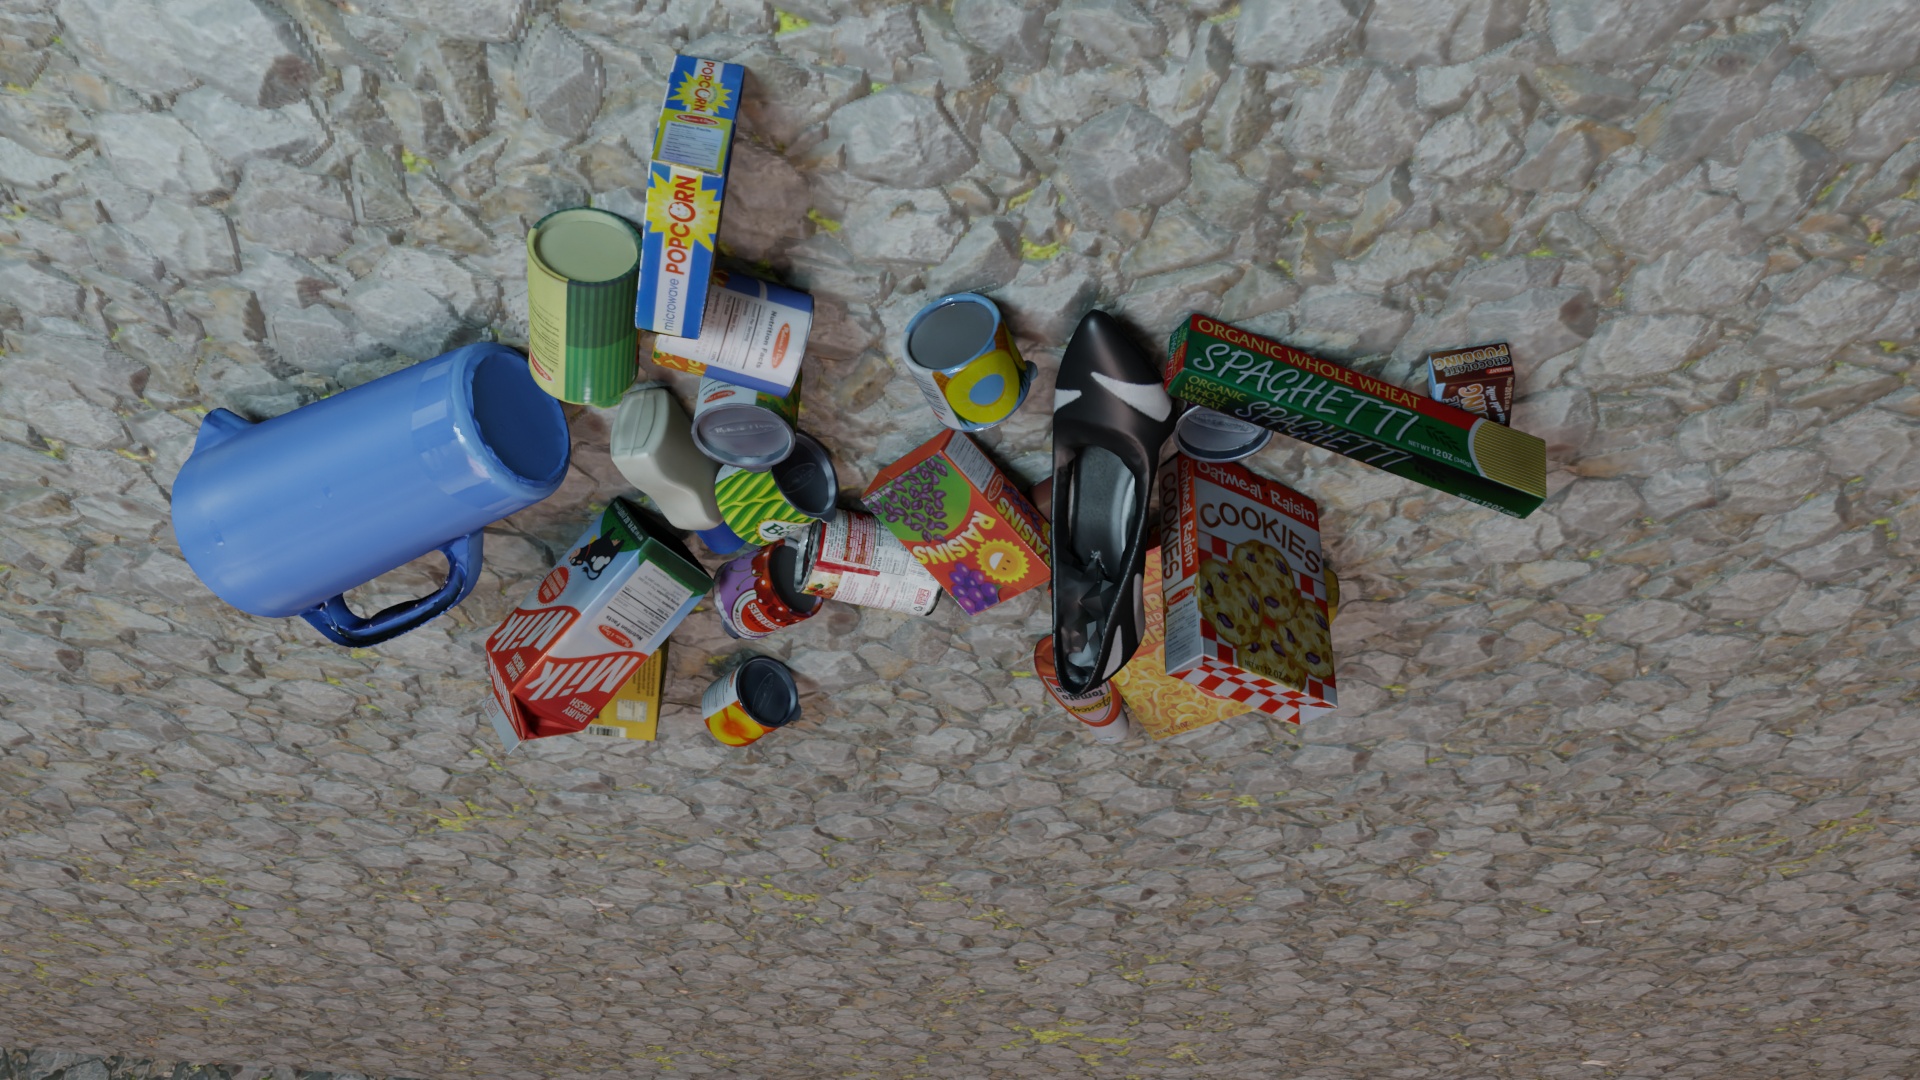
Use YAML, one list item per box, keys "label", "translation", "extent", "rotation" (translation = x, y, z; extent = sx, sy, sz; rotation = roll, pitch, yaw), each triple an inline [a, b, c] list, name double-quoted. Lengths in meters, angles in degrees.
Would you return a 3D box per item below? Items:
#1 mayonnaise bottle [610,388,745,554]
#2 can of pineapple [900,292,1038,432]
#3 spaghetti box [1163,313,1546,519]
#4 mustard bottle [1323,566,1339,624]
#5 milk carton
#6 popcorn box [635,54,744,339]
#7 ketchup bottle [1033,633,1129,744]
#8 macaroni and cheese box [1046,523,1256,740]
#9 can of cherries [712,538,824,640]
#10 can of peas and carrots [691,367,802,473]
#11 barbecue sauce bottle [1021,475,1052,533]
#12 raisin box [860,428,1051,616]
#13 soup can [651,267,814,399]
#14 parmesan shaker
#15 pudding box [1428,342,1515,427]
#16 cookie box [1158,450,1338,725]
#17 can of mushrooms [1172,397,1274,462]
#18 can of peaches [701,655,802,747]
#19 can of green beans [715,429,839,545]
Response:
- label: "mayonnaise bottle"
  translation: [-0.192, -0.041, 0.969]
  extent: [0.041, 0.065, 0.147]
  rotation: [-5, 149, 15]
- label: "can of pineapple"
  translation: [0.005, -0.111, 0.855]
  extent: [0.071, 0.071, 0.057]
  rotation: [-11, 143, 17]
- label: "spaghetti box"
  translation: [0.248, -0.077, 0.869]
  extent: [0.250, 0.050, 0.028]
  rotation: [19, 146, -6]
- label: "mustard bottle"
  translation: [0.248, 0.074, 1.125]
  extent: [0.065, 0.049, 0.159]
  rotation: [14, 143, -8]
- label: "milk carton"
  translation: [-0.281, 0.069, 1.031]
  extent: [0.190, 0.072, 0.073]
  rotation: [-49, 133, -1]
- label: "popcorn box"
  translation: [-0.146, -0.181, 0.743]
  extent: [0.038, 0.085, 0.126]
  rotation: [10, 144, -11]
- label: "ketchup bottle"
  translation: [0.114, 0.131, 1.217]
  extent: [0.064, 0.044, 0.148]
  rotation: [-10, 144, 16]
- label: "macaroni and cheese box"
  translation: [0.163, 0.069, 1.077]
  extent: [0.123, 0.040, 0.166]
  rotation: [-23, 114, 30]
- label: "can of cherries"
  translation: [-0.148, 0.040, 1.072]
  extent: [0.058, 0.072, 0.071]
  rotation: [-22, 138, 30]
- label: "can of peas and carrots"
  translation: [-0.136, -0.088, 0.900]
  extent: [0.071, 0.059, 0.070]
  rotation: [1, 146, 1]
- label: "barbecue sauce bottle"
  translation: [0.047, -0.001, 1.030]
  extent: [0.065, 0.044, 0.148]
  rotation: [35, 134, -29]
- label: "raisin box"
  translation: [0.003, -0.012, 0.980]
  extent: [0.086, 0.040, 0.123]
  rotation: [-29, 112, 37]
- label: "soup can"
  translation: [-0.138, -0.128, 0.838]
  extent: [0.084, 0.072, 0.071]
  rotation: [14, 143, -16]
- label: "parmesan shaker"
  translation: [-0.220, -0.136, 0.823]
  extent: [0.071, 0.071, 0.102]
  rotation: [9, 144, -10]
- label: "pudding box"
  translation: [0.330, -0.089, 0.904]
  extent: [0.049, 0.030, 0.083]
  rotation: [-6, 144, 13]
- label: "cookie box"
  translation: [0.197, 0.029, 0.958]
  extent: [0.123, 0.168, 0.040]
  rotation: [22, 143, -26]
- label: "can of mushrooms"
  translation: [0.173, -0.085, 0.913]
  extent: [0.071, 0.033, 0.070]
  rotation: [2, 145, 1]
- label: "can of peaches"
  translation: [-0.184, 0.144, 1.227]
  extent: [0.071, 0.071, 0.058]
  rotation: [28, 138, -32]
- label: "can of green beans"
  translation: [-0.128, -0.036, 0.966]
  extent: [0.057, 0.071, 0.071]
  rotation: [-25, 137, 33]
